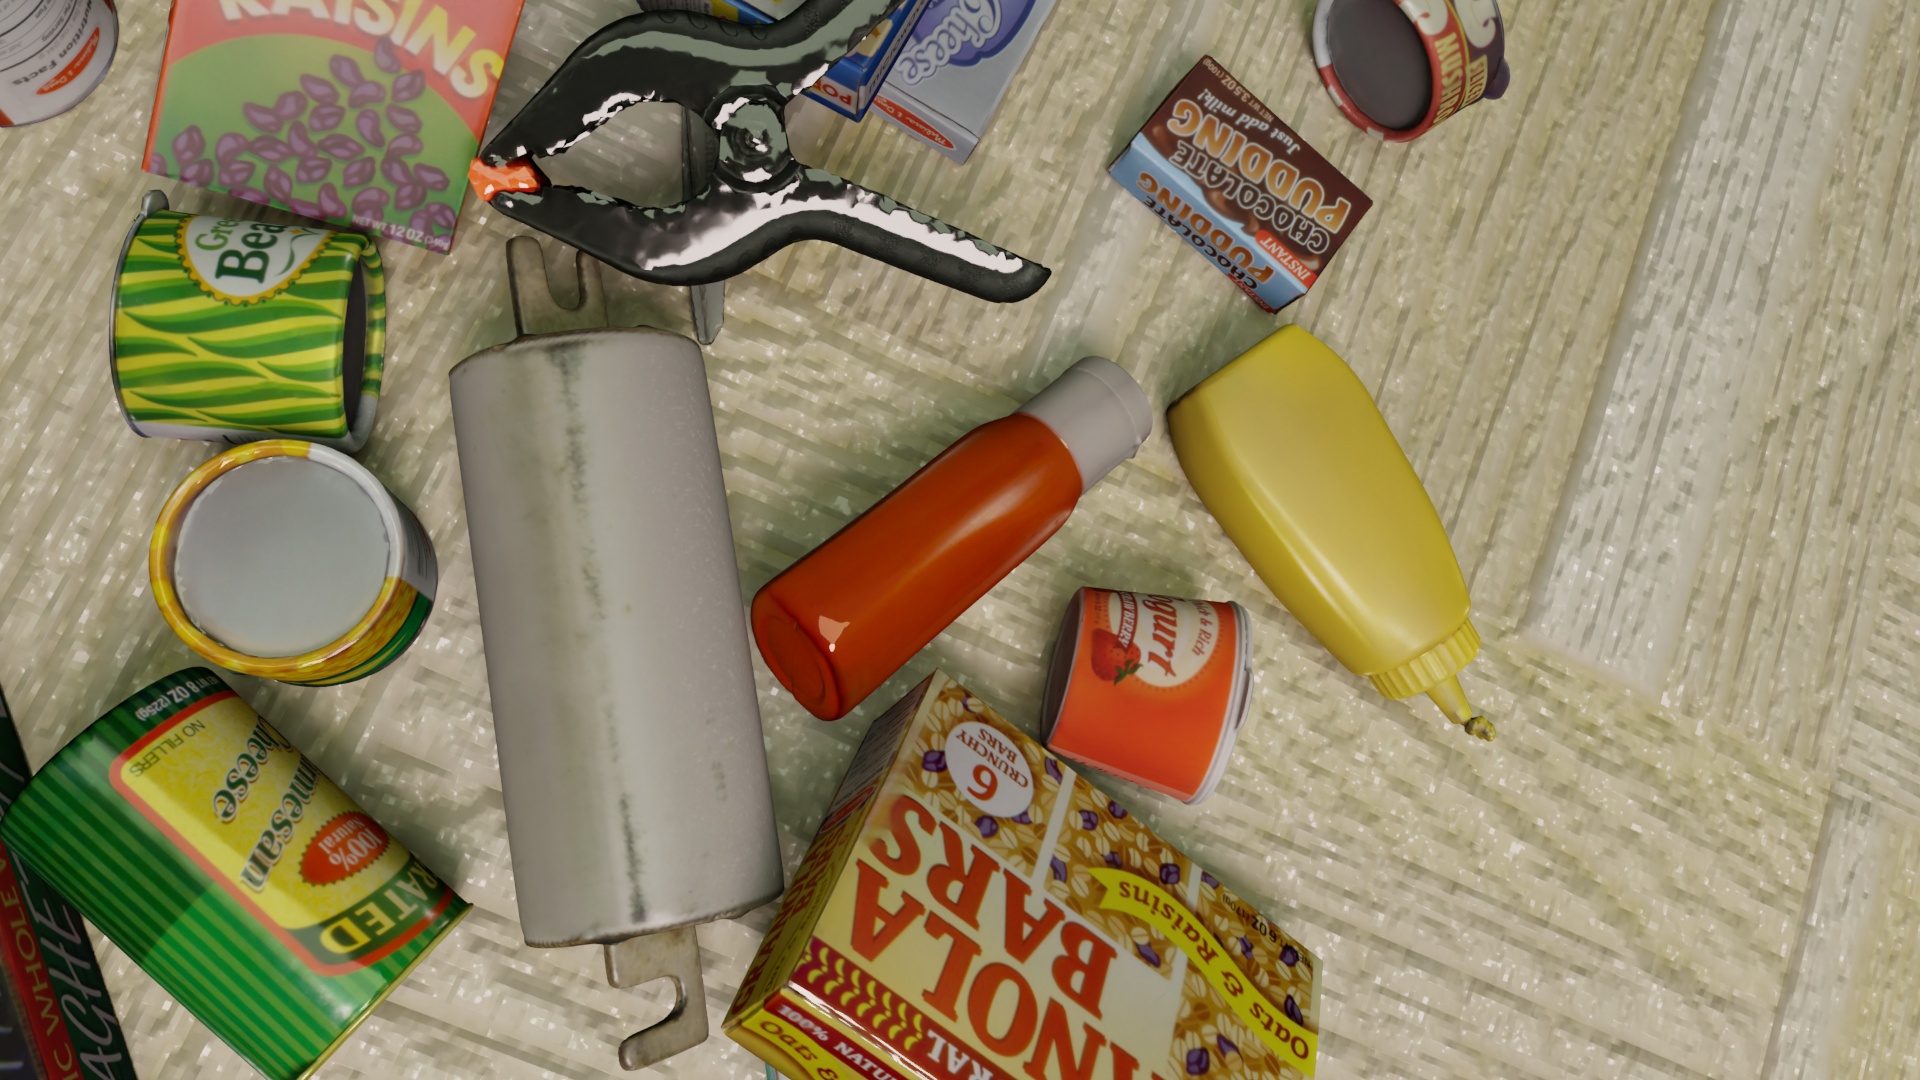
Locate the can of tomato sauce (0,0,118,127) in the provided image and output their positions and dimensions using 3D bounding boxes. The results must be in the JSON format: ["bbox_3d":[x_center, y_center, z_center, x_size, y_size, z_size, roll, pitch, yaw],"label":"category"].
[{"bbox_3d":[-0.292,-0.167,0.394,0.071,0.083,0.071,2,81,-13],"label":"can of tomato sauce"}]

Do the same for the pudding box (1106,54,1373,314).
[{"bbox_3d":[0.101,-0.129,0.507,0.083,0.030,0.050,40,76,-4],"label":"pudding box"}]

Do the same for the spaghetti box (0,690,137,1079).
[{"bbox_3d":[-0.273,0.078,0.376,0.029,0.050,0.250,-20,86,-13],"label":"spaghetti box"}]

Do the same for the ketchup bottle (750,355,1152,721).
[{"bbox_3d":[0.002,-0.006,0.449,0.149,0.064,0.043,-39,74,-24],"label":"ketchup bottle"}]

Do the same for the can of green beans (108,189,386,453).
[{"bbox_3d":[-0.204,-0.060,0.406,0.058,0.071,0.071,4,80,-13],"label":"can of green beans"}]

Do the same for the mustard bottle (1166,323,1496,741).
[{"bbox_3d":[0.136,0.005,0.484,0.065,0.048,0.160,-33,90,-15],"label":"mustard bottle"}]

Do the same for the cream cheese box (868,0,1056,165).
[{"bbox_3d":[0.004,-0.192,0.497,0.053,0.024,0.104,29,76,-7],"label":"cream cheese box"}]

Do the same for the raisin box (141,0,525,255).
[{"bbox_3d":[-0.174,-0.154,0.397,0.086,0.040,0.123,13,118,-29],"label":"raisin box"}]

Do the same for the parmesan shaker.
[{"bbox_3d":[-0.197,0.093,0.380,0.103,0.071,0.071,44,75,-4],"label":"parmesan shaker"}]

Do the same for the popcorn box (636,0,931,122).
[{"bbox_3d":[-0.041,-0.214,0.461,0.085,0.038,0.127,28,77,0],"label":"popcorn box"}]

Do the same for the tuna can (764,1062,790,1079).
[{"bbox_3d":[-0.039,0.162,0.410,0.033,0.071,0.071,-7,83,-13],"label":"tuna can"}]

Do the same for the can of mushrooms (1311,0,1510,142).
[{"bbox_3d":[0.165,-0.182,0.510,0.033,0.071,0.071,-33,90,-15],"label":"can of mushrooms"}]

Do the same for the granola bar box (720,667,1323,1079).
[{"bbox_3d":[0.029,0.132,0.404,0.165,0.039,0.125,38,38,-9],"label":"granola bar box"}]

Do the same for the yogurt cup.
[{"bbox_3d":[0.058,0.047,0.452,0.054,0.072,0.072,14,78,-3],"label":"yogurt cup"}]

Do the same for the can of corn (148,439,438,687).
[{"bbox_3d":[-0.192,0.010,0.401,0.071,0.058,0.071,2,80,-13],"label":"can of corn"}]
